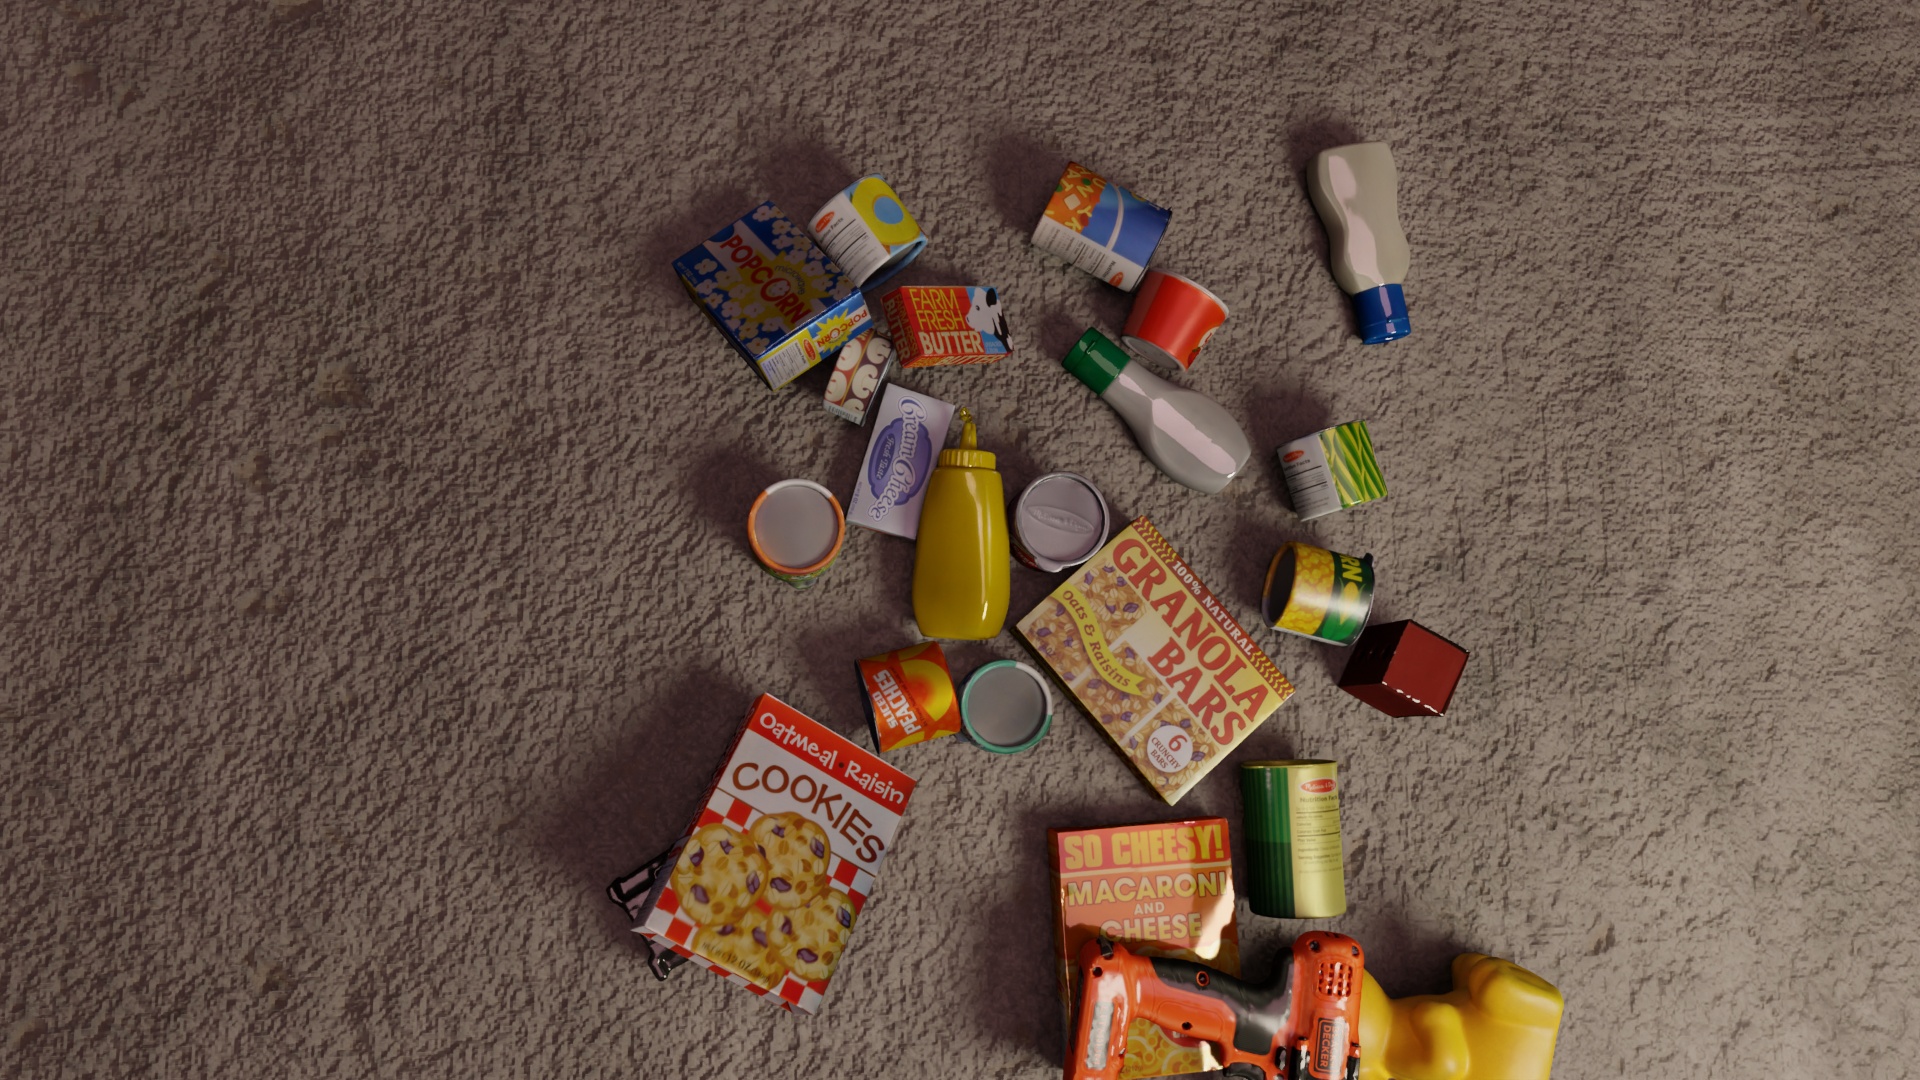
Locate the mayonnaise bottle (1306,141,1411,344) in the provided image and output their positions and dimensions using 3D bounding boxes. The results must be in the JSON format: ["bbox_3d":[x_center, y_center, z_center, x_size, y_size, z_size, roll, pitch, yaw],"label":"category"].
[{"bbox_3d":[0.306,-0.223,1.047,0.065,0.041,0.148,-10,85,-8],"label":"mayonnaise bottle"}]

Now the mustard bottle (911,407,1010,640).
[{"bbox_3d":[0.003,-0.012,0.961,0.065,0.049,0.160,3,88,25],"label":"mustard bottle"}]

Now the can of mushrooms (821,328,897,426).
[{"bbox_3d":[-0.069,-0.118,0.967,0.033,0.071,0.071,23,81,-3],"label":"can of mushrooms"}]

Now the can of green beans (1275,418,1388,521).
[{"bbox_3d":[0.269,-0.050,1.006,0.071,0.071,0.058,-16,86,-9],"label":"can of green beans"}]

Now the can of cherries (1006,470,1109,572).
[{"bbox_3d":[0.065,-0.010,0.976,0.071,0.058,0.071,1,83,-9],"label":"can of cherries"}]

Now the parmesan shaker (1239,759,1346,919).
[{"bbox_3d":[0.229,0.206,0.967,0.071,0.071,0.103,-1,84,-8],"label":"parmesan shaker"}]

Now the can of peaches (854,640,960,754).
[{"bbox_3d":[-0.036,0.106,0.941,0.058,0.071,0.071,-13,85,-10],"label":"can of peaches"}]

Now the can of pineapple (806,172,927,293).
[{"bbox_3d":[-0.064,-0.217,0.982,0.071,0.071,0.058,-37,90,-10],"label":"can of pineapple"}]

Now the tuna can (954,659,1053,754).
[{"bbox_3d":[0.028,0.117,0.968,0.071,0.033,0.071,1,82,-8],"label":"tuna can"}]

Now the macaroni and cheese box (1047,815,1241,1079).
[{"bbox_3d":[0.127,0.278,0.957,0.124,0.040,0.166,-3,84,-8],"label":"macaroni and cheese box"}]

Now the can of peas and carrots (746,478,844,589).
[{"bbox_3d":[-0.113,-0.004,0.951,0.071,0.058,0.071,1,83,-7],"label":"can of peas and carrots"}]

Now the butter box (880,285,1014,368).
[{"bbox_3d":[-0.008,-0.151,0.973,0.104,0.024,0.053,-12,83,-49],"label":"butter box"}]

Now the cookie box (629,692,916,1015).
[{"bbox_3d":[-0.117,0.201,0.899,0.123,0.040,0.168,33,60,-14],"label":"cookie box"}]

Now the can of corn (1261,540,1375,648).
[{"bbox_3d":[0.255,0.036,0.992,0.058,0.071,0.071,14,81,-5],"label":"can of corn"}]

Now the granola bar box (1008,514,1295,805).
[{"bbox_3d":[0.135,0.084,0.984,0.124,0.039,0.165,-41,89,-10],"label":"granola bar box"}]

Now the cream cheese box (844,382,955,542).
[{"bbox_3d":[-0.043,-0.055,0.984,0.053,0.024,0.104,17,81,-7],"label":"cream cheese box"}]

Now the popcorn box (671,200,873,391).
[{"bbox_3d":[-0.129,-0.168,0.949,0.085,0.038,0.127,-36,56,-10],"label":"popcorn box"}]

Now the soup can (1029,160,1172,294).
[{"bbox_3d":[0.102,-0.229,1.006,0.084,0.071,0.071,27,80,-4],"label":"soup can"}]

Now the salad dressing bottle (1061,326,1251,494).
[{"bbox_3d":[0.141,-0.096,1.006,0.147,0.044,0.064,39,82,0],"label":"salad dressing bottle"}]

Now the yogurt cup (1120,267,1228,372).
[{"bbox_3d":[0.152,-0.158,1.006,0.072,0.072,0.054,30,88,-3],"label":"yogurt cup"}]
